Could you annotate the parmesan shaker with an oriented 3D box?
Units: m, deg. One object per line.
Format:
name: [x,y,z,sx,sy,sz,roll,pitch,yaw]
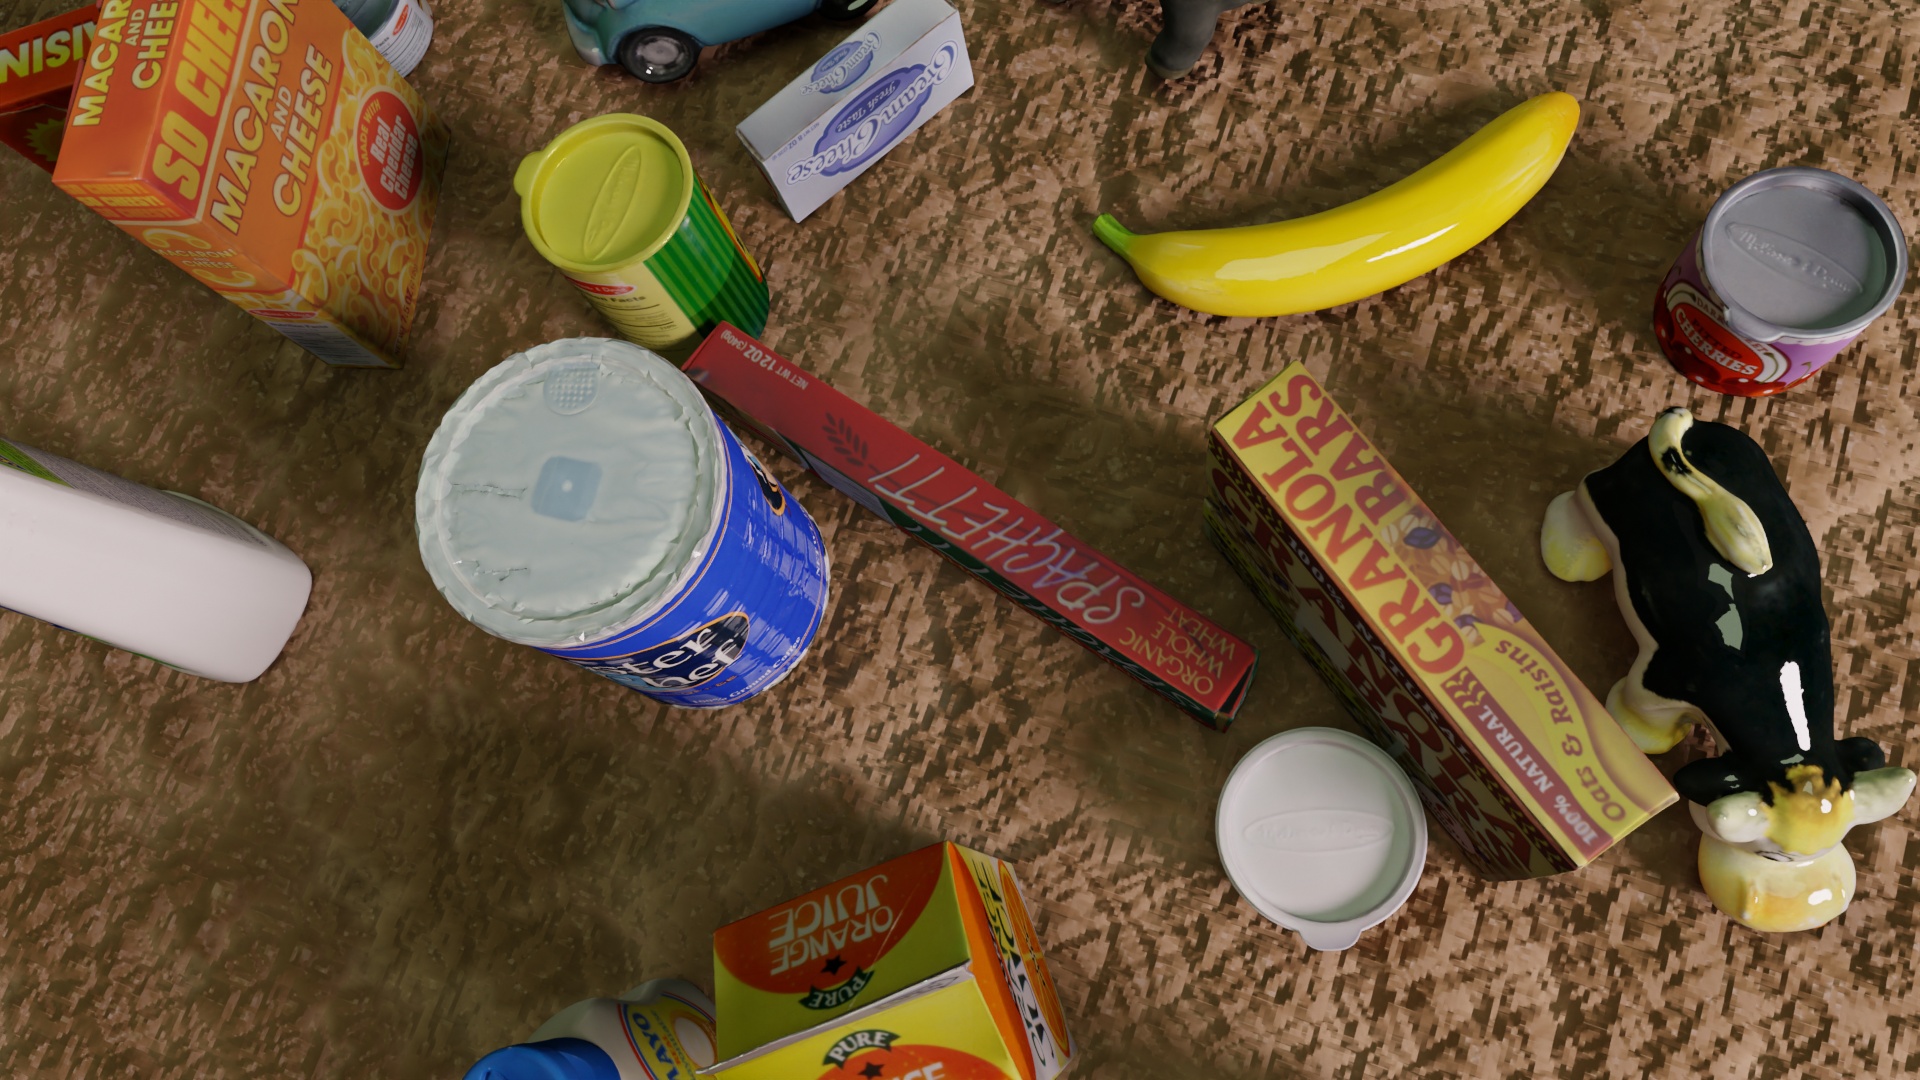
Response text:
parmesan shaker: [-0.124,-0.115,0.558,0.071,0.103,0.071,-2,74,9]

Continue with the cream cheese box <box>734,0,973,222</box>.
cream cheese box: [-0.043,-0.186,0.591,0.104,0.053,0.024,-40,72,-3]

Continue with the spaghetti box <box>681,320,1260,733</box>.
spaghetti box: [0.002,-0.007,0.534,0.250,0.050,0.029,32,82,16]

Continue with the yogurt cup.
yogurt cup: [0.122,0.102,0.481,0.072,0.054,0.072,-2,74,9]

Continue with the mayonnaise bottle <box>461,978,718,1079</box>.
mayonnaise bottle: [-0.111,0.176,0.447,0.041,0.147,0.065,-36,72,-2]

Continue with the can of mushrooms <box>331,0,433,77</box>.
can of mushrooms: [-0.290,-0.249,0.660,0.071,0.033,0.071,-2,74,8]

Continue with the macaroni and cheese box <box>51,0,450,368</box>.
macaroni and cheese box: [-0.275,-0.157,0.561,0.040,0.166,0.124,2,75,10]

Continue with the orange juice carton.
orange juice carton: [-0.017,0.139,0.419,0.072,0.192,0.073,-21,72,3]

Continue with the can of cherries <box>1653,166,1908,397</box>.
can of cherries: [0.294,-0.091,0.507,0.071,0.058,0.071,-2,74,9]

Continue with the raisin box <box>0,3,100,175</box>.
raisin box: [-0.341,-0.175,0.599,0.086,0.123,0.040,-15,73,5]

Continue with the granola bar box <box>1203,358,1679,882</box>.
granola bar box: [0.145,0.033,0.460,0.039,0.124,0.166,-36,72,-2]
